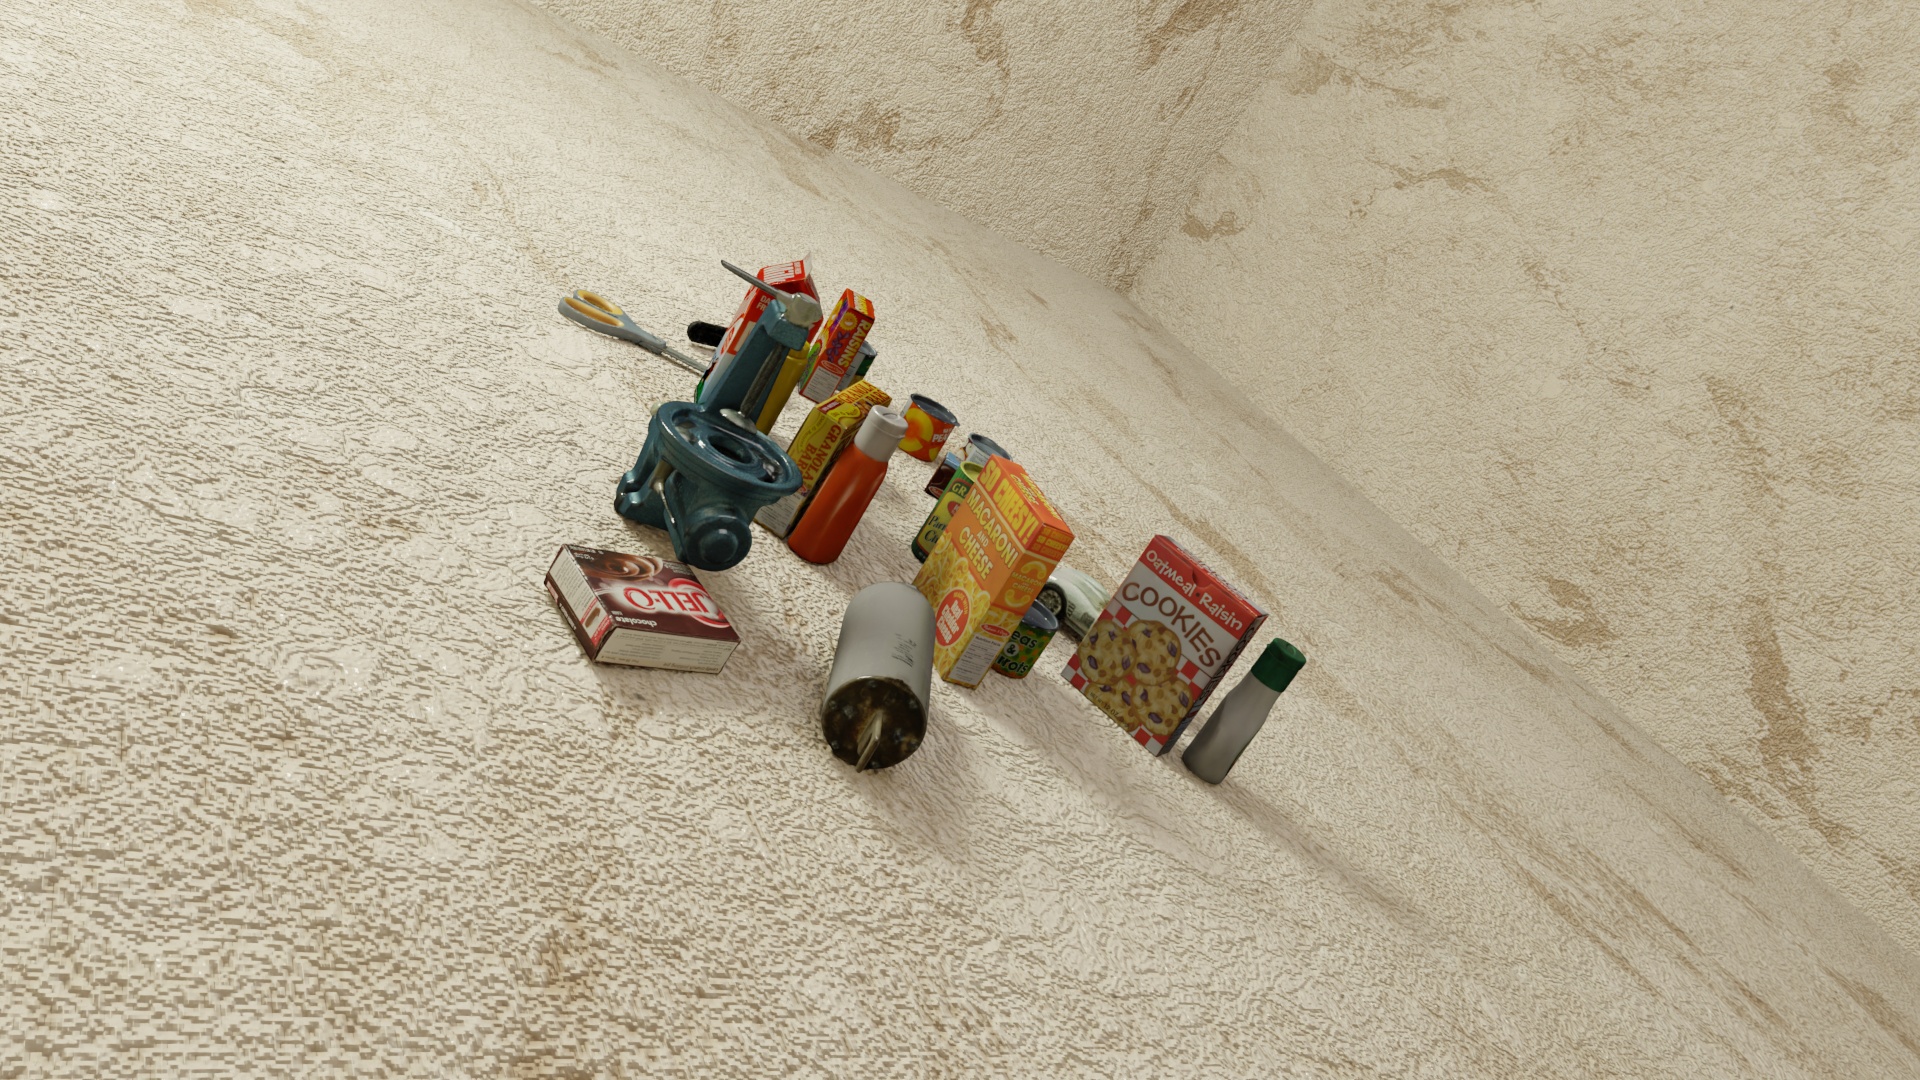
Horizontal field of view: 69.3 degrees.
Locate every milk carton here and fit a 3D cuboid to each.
[{"bbox_3d":[-0.196,-0.204,1.406,0.073,0.190,0.072,26,19,-19],"label":"milk carton"}]

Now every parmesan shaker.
[{"bbox_3d":[0.005,-0.017,1.391,0.071,0.102,0.071,29,19,-11],"label":"parmesan shaker"}]

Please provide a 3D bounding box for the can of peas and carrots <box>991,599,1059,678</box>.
[{"bbox_3d":[0.048,0.085,1.270,0.071,0.058,0.071,29,19,-11],"label":"can of peas and carrots"}]

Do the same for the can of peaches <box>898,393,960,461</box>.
[{"bbox_3d":[-0.044,-0.135,1.680,0.071,0.058,0.071,29,19,-11],"label":"can of peaches"}]

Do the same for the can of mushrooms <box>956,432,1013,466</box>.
[{"bbox_3d":[0.031,-0.106,1.763,0.071,0.033,0.071,29,19,-11],"label":"can of mushrooms"}]

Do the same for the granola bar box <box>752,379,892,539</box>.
[{"bbox_3d":[-0.129,-0.080,1.304,0.039,0.123,0.166,33,18,1],"label":"granola bar box"}]

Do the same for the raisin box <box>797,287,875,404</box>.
[{"bbox_3d":[-0.148,-0.230,1.653,0.040,0.123,0.086,27,19,-17],"label":"raisin box"}]

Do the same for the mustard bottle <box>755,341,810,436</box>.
[{"bbox_3d":[-0.185,-0.156,1.348,0.049,0.159,0.065,31,18,-3],"label":"mustard bottle"}]

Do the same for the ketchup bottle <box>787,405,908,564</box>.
[{"bbox_3d":[-0.097,-0.049,1.239,0.043,0.148,0.065,37,19,14],"label":"ketchup bottle"}]

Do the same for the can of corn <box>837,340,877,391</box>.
[{"bbox_3d":[-0.146,-0.227,1.748,0.071,0.058,0.071,29,19,-11],"label":"can of corn"}]

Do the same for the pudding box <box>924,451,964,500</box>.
[{"bbox_3d":[0.007,-0.059,1.582,0.084,0.049,0.030,30,18,-6],"label":"pudding box"}]

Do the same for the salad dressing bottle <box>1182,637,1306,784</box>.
[{"bbox_3d":[0.264,0.158,1.291,0.044,0.147,0.064,34,18,4],"label":"salad dressing bottle"}]

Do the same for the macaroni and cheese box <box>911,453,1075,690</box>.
[{"bbox_3d":[0.021,0.026,1.208,0.040,0.166,0.124,21,22,-32],"label":"macaroni and cheese box"}]

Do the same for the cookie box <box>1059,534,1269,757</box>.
[{"bbox_3d":[0.188,0.097,1.292,0.123,0.167,0.040,40,20,23],"label":"cookie box"}]
